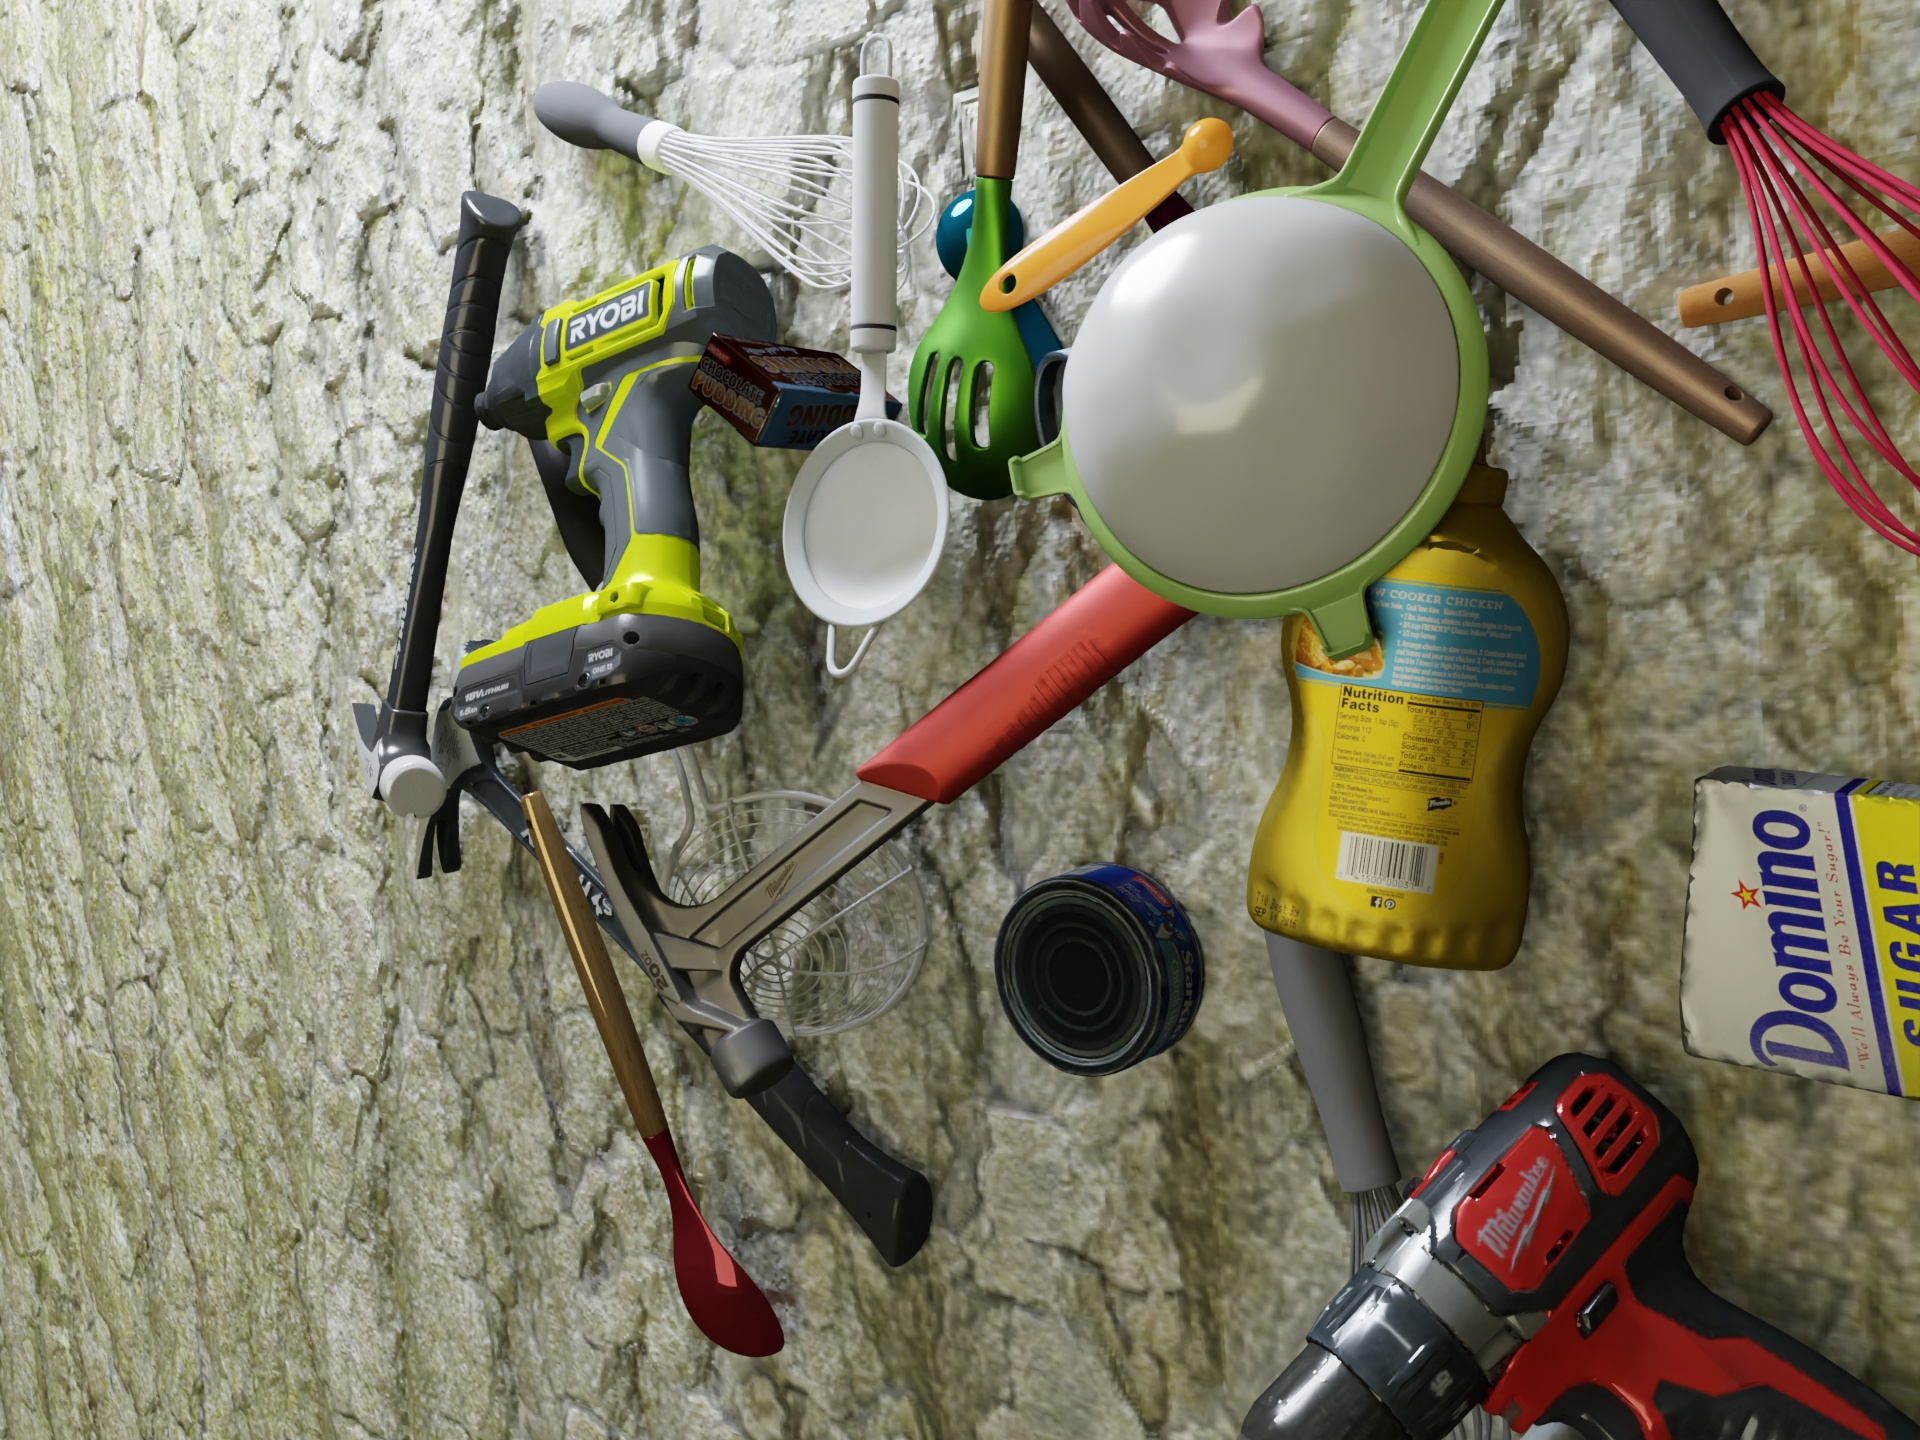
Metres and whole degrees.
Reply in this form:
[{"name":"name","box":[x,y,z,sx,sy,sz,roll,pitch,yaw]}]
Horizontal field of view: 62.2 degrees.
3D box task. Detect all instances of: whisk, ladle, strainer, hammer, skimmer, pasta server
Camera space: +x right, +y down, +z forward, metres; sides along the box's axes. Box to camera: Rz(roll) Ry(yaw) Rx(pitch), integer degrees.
[{"name":"whisk","box":[0.152,0.173,0.598,0.055,0.055,0.239,-21,78,37]},{"name":"ladle","box":[-0.162,0.184,0.807,0.069,0.031,0.315,-16,95,47]},{"name":"strainer","box":[-0.033,-0.147,0.649,0.087,0.050,0.258,4,96,35]},{"name":"whisk","box":[-0.121,-0.261,0.748,0.285,0.070,0.070,32,113,35]},{"name":"hammer","box":[-0.001,-0.002,0.642,0.359,0.036,0.149,-39,70,19]},{"name":"hammer","box":[-0.162,0.129,0.834,0.409,0.036,0.149,40,118,27]},{"name":"whisk","box":[0.239,-0.163,0.464,0.073,0.073,0.296,-37,60,34]},{"name":"skimmer","box":[-0.134,-0.012,0.799,0.127,0.090,0.364,-39,61,21]},{"name":"strainer","box":[0.113,-0.158,0.513,0.152,0.069,0.256,32,102,28]},{"name":"pasta server","box":[0.150,-0.198,0.560,0.060,0.040,0.316,-40,67,-14]},{"name":"hammer","box":[-0.289,-0.123,0.881,0.146,0.035,0.335,24,104,60]}]

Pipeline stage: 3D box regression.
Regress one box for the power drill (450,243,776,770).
[{"name":"power drill","box":[-0.169,-0.098,0.748,0.171,0.080,0.223,-14,66,29]}]

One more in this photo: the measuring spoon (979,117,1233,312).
[{"name":"measuring spoon","box":[0.051,-0.190,0.602,0.117,0.011,0.021,-29,70,29]}]

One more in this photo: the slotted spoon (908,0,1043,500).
[{"name":"slotted spoon","box":[0.014,-0.243,0.632,0.070,0.031,0.313,16,110,34]}]

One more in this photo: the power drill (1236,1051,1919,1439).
[{"name":"power drill","box":[0.213,0.237,0.484,0.188,0.080,0.227,-40,65,-15]}]

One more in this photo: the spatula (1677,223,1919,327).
[{"name":"spatula","box":[0.354,-0.148,0.410,0.323,0.041,0.081,-7,91,38]}]

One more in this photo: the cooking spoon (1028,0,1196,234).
[{"name":"cooking spoon","box":[0.064,-0.217,0.615,0.068,0.017,0.319,-37,66,18]}]

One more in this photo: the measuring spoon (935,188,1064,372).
[{"name":"measuring spoon","box":[0.022,-0.168,0.668,0.042,0.021,0.129,-34,74,35]}]
